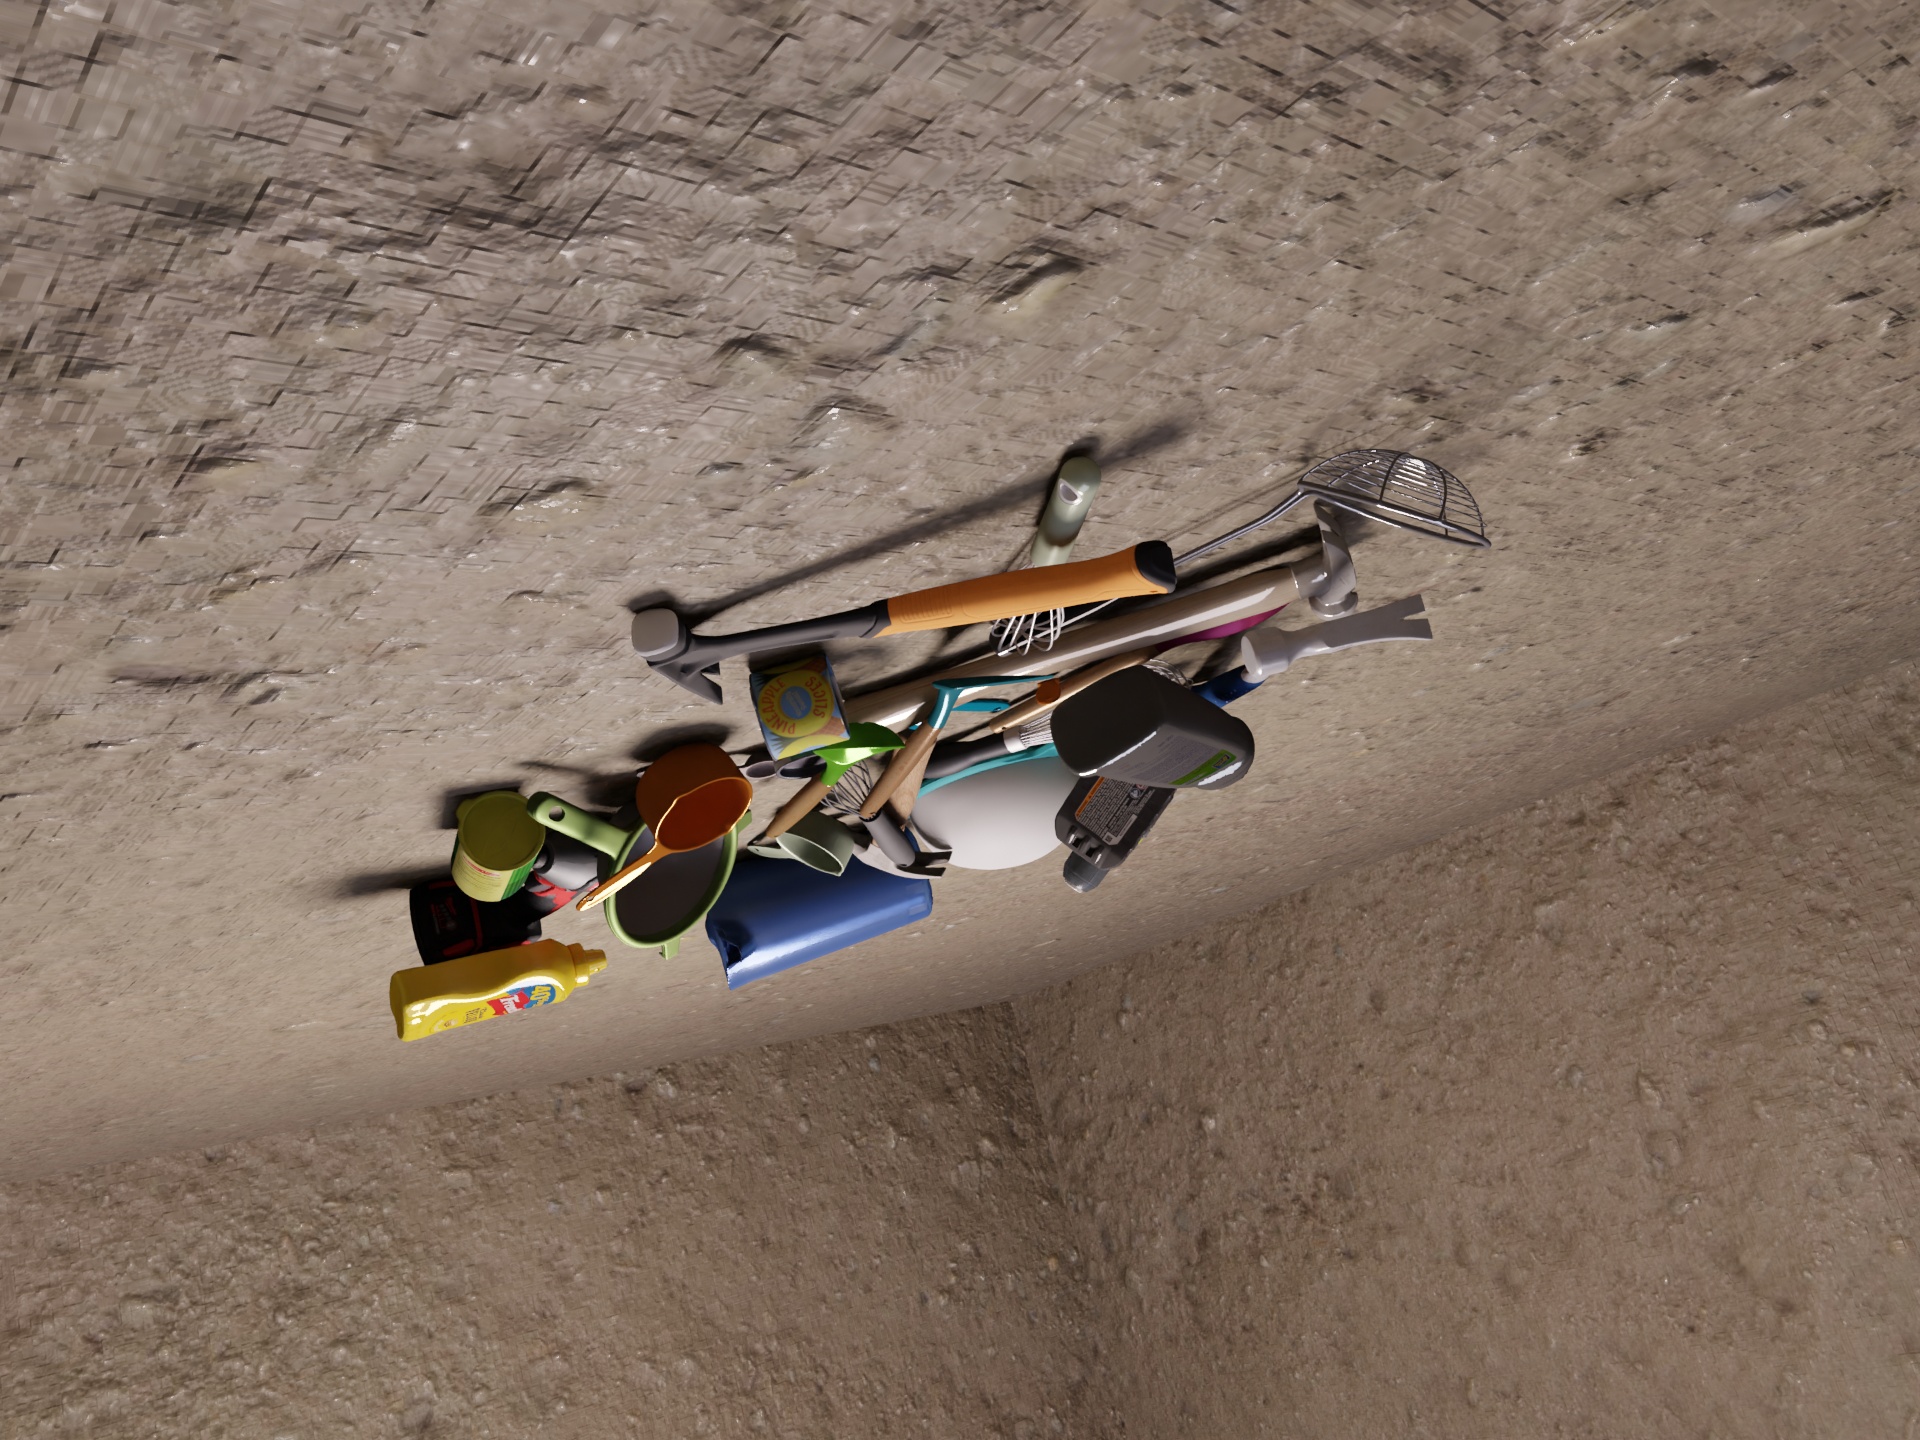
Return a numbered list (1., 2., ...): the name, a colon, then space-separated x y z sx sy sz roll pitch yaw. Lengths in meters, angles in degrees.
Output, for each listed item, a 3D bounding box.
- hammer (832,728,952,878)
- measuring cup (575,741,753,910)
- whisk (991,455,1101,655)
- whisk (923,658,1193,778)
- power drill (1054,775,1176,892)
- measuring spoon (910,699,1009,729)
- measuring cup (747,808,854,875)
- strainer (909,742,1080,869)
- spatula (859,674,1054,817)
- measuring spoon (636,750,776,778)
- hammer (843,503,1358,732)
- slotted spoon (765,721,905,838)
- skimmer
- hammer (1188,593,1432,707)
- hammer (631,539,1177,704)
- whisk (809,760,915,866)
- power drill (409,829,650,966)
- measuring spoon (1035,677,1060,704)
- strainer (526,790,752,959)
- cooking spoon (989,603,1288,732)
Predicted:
1. hammer: -0.057 0.079 1.513 0.130 0.031 0.331 22 154 1
2. measuring cup: -0.251 0.084 1.285 0.173 0.052 0.095 -37 153 3
3. whisk: 0.057 -0.105 1.042 0.059 0.058 0.246 -47 172 -21
4. whisk: 0.079 0.007 1.436 0.284 0.070 0.070 -17 165 27
5. power drill: 0.155 0.087 1.546 0.190 0.080 0.228 -55 169 2
6. measuring spoon: -0.002 -0.004 1.366 0.128 0.021 0.042 -1 159 -43
7. measuring cup: -0.167 0.119 1.612 0.083 0.038 0.168 40 156 -26
8. strainer: 0.077 0.081 1.607 0.211 0.095 0.340 -6 163 -32
9. spatula: -0.026 0.021 1.257 0.082 0.044 0.317 -8 158 -26
10. measuring spoon: -0.210 0.037 1.334 0.124 0.018 0.034 -2 153 -20
11. hammer: 0.098 -0.063 1.224 0.410 0.038 0.146 -17 158 12
12. slotted spoon: -0.119 0.054 1.322 0.070 0.031 0.313 -2 163 -22
13. skimmer: 0.177 -0.092 1.097 0.363 0.090 0.127 -23 163 31
14. hammer: 0.255 -0.041 1.324 0.144 0.035 0.405 -13 175 -7
15. hammer: -0.030 -0.066 1.014 0.337 0.034 0.127 -9 165 10
16. whisk: -0.086 0.085 1.457 0.055 0.055 0.238 -18 149 8
17. power drill: -0.393 0.154 1.452 0.219 0.079 0.143 -27 161 27
18. measuring spoon: 0.074 -0.021 1.316 0.021 0.011 0.117 -15 -171 5
19. strainer: -0.291 0.099 1.338 0.069 0.151 0.256 24 172 33
20. cooking spoon: 0.146 -0.054 1.342 0.319 0.017 0.068 -27 150 34
